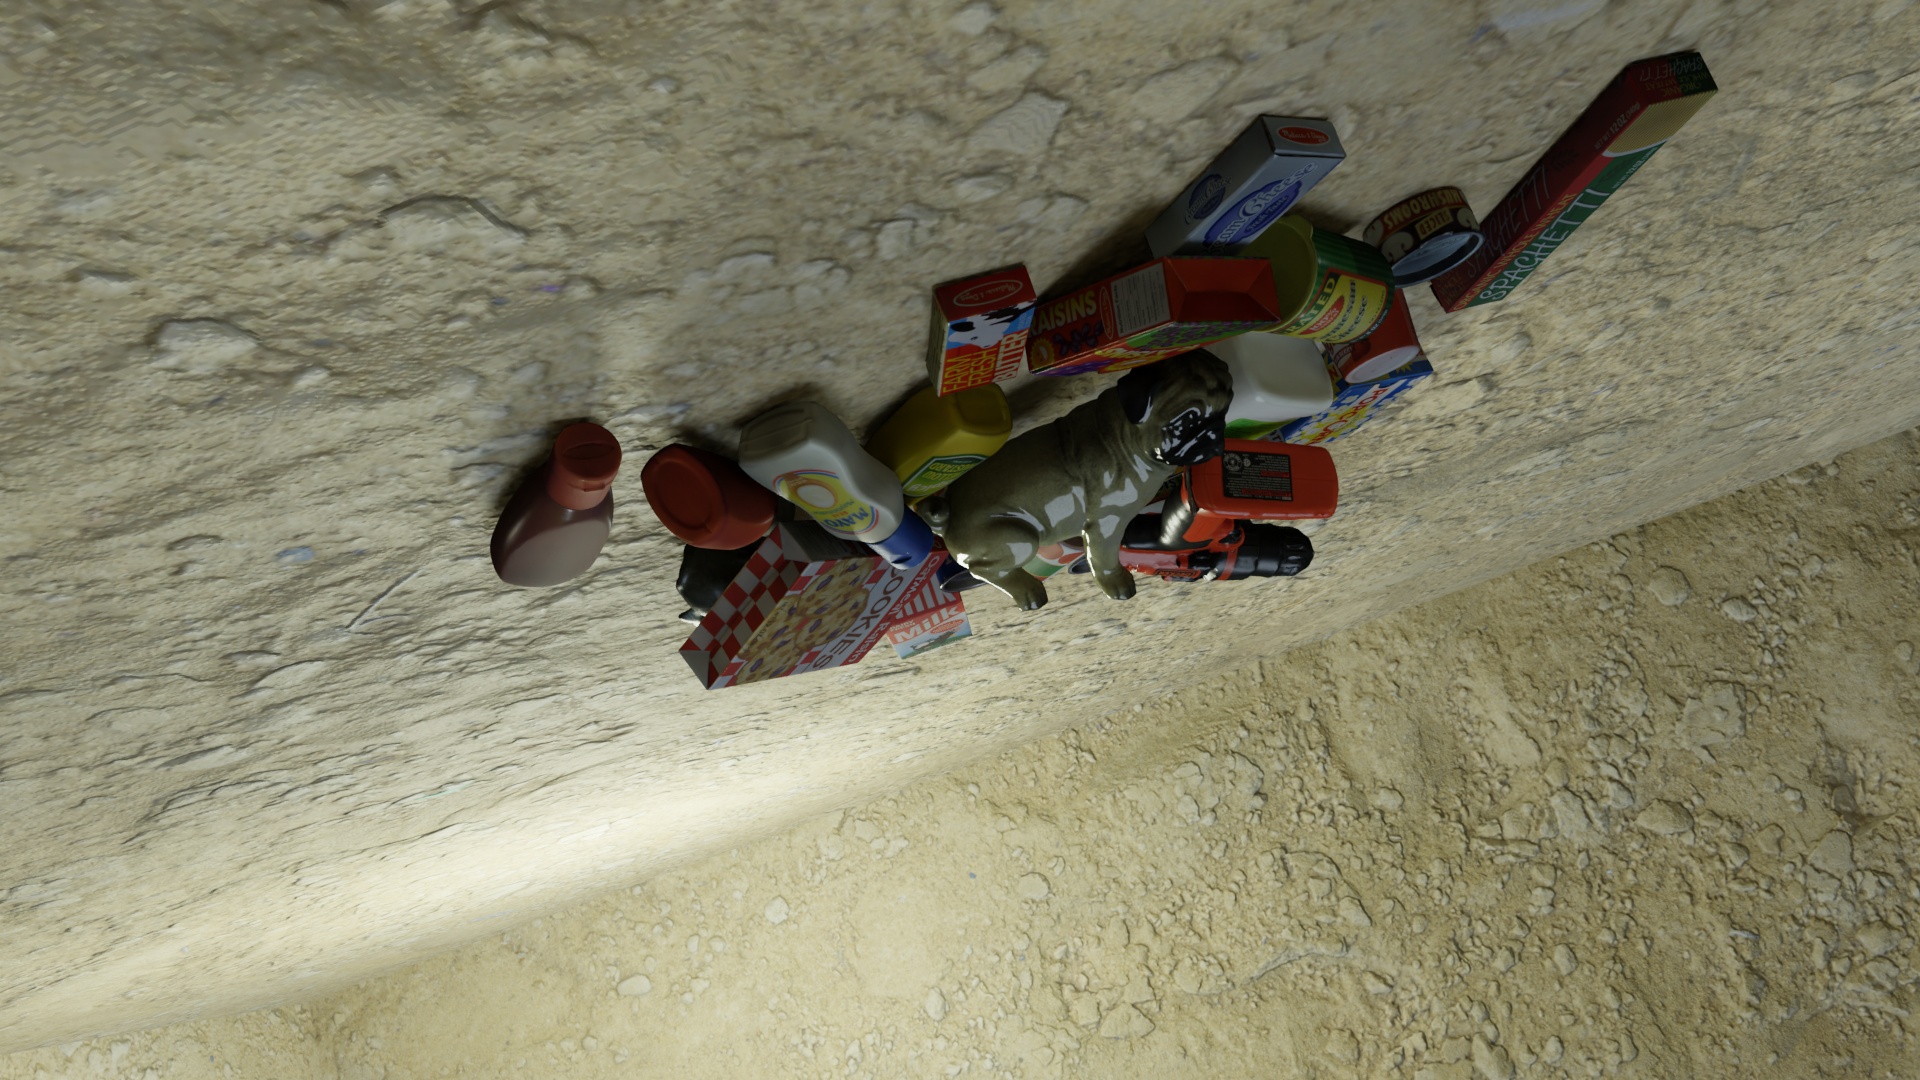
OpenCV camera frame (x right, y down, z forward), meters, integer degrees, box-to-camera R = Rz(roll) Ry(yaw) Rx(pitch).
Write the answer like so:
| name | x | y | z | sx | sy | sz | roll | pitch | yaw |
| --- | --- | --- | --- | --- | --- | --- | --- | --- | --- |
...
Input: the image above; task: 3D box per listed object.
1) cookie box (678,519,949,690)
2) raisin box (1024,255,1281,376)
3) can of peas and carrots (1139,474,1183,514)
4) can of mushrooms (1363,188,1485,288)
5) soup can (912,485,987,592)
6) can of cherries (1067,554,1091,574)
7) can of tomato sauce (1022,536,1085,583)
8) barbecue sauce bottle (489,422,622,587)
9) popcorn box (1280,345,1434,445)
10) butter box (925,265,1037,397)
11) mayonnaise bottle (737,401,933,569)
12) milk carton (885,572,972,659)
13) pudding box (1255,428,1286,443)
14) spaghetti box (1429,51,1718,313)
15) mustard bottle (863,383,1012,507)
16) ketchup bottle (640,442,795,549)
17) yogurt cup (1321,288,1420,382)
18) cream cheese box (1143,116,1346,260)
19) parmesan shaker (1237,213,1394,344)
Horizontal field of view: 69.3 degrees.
| name | x | y | z | sx | sy | sz | roll | pitch | yaw |
| --- | --- | --- | --- | --- | --- | --- | --- | --- | --- |
| cookie box | -0.094 | 0.041 | 0.954 | 0.122 | 0.040 | 0.168 | -50 | 158 | 23 |
| raisin box | 0.106 | -0.126 | 0.789 | 0.086 | 0.040 | 0.123 | -9 | 178 | -37 |
| can of peas and carrots | 0.147 | -0.049 | 1.130 | 0.071 | 0.059 | 0.070 | -18 | 165 | -5 |
| can of mushrooms | 0.287 | -0.188 | 0.862 | 0.071 | 0.033 | 0.071 | -17 | 165 | -5 |
| soup can | 0.004 | -0.013 | 1.033 | 0.071 | 0.084 | 0.071 | -18 | 165 | -5 |
| can of cherries | 0.120 | -0.009 | 1.237 | 0.071 | 0.058 | 0.071 | -17 | 164 | -5 |
| can of tomato sauce | 0.070 | -0.005 | 1.180 | 0.071 | 0.071 | 0.082 | -8 | 160 | -36 |
| barbecue sauce bottle | -0.230 | -0.019 | 0.806 | 0.065 | 0.044 | 0.148 | -10 | 162 | -31 |
| popcorn box | 0.306 | -0.117 | 1.123 | 0.085 | 0.038 | 0.126 | -11 | 163 | -23 |
| butter box | 0.010 | -0.117 | 0.789 | 0.053 | 0.024 | 0.103 | -16 | 164 | -9 |
| mayonnaise bottle | -0.070 | -0.030 | 0.862 | 0.064 | 0.041 | 0.147 | -16 | 144 | 28 |
| milk carton | -0.039 | 0.043 | 1.198 | 0.072 | 0.073 | 0.190 | -18 | 165 | -2 |
| pudding box | 0.219 | -0.080 | 1.058 | 0.030 | 0.084 | 0.049 | -16 | 164 | -14 |
| spaghetti box | 0.377 | -0.216 | 0.880 | 0.050 | 0.029 | 0.249 | -15 | 164 | -12 |
| mustard bottle | -0.032 | -0.053 | 0.916 | 0.065 | 0.049 | 0.159 | -2 | 158 | -39 |
| ketchup bottle | -0.143 | -0.024 | 0.867 | 0.043 | 0.065 | 0.149 | -39 | 170 | 8 |
| yogurt cup | 0.283 | -0.145 | 0.967 | 0.072 | 0.054 | 0.072 | -18 | 165 | -5 |
| cream cheese box | 0.148 | -0.181 | 0.732 | 0.053 | 0.024 | 0.103 | -7 | 161 | -33 |
| parmesan shaker | 0.207 | -0.154 | 0.822 | 0.103 | 0.071 | 0.071 | -2 | 157 | -48 |
